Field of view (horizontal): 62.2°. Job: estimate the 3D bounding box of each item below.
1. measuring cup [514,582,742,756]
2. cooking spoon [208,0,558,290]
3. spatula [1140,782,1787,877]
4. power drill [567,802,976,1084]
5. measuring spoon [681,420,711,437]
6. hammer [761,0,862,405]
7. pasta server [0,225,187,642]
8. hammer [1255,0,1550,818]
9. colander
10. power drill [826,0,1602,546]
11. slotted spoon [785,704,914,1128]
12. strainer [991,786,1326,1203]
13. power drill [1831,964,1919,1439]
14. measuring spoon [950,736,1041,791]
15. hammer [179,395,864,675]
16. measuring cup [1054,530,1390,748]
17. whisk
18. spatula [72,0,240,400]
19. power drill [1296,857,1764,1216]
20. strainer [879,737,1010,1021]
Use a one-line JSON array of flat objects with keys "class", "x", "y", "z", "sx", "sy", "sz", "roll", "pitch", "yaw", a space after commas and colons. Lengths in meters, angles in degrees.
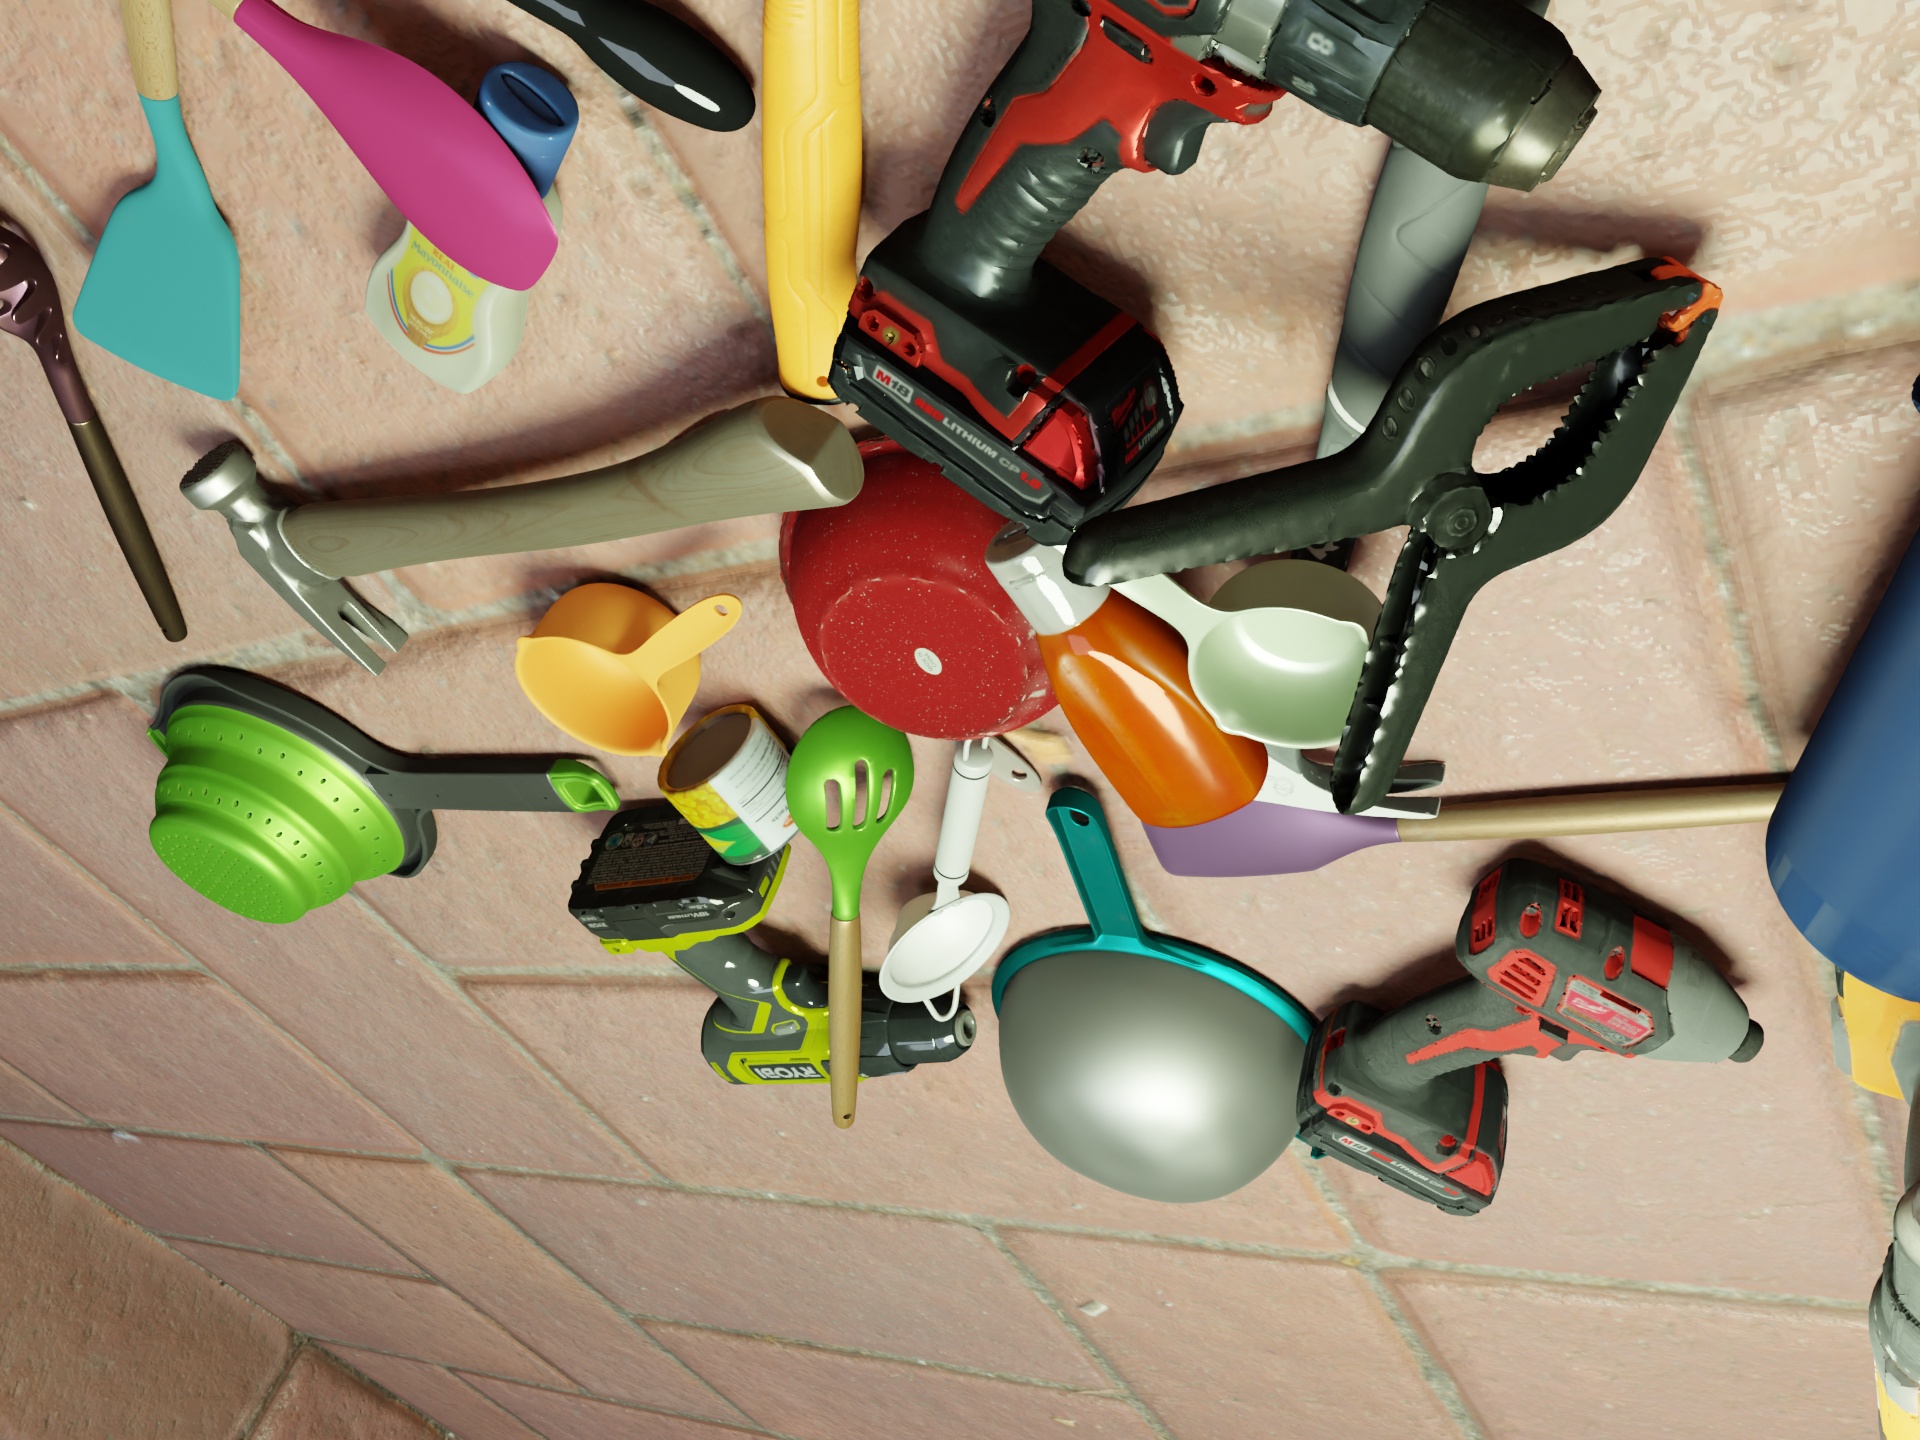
[{"class": "measuring cup", "x": -0.150, "y": -0.042, "z": 0.789, "sx": 0.095, "sy": 0.052, "sz": 0.173, "roll": 42, "pitch": 138, "yaw": -22}, {"class": "cooking spoon", "x": -0.274, "y": -0.271, "z": 0.561, "sx": 0.318, "sy": 0.017, "sz": 0.068, "roll": 41, "pitch": 139, "yaw": -14}, {"class": "spatula", "x": 0.223, "y": 0.044, "z": 0.717, "sx": 0.316, "sy": 0.018, "sz": 0.059, "roll": -6, "pitch": 123, "yaw": 34}, {"class": "power drill", "x": -0.113, "y": 0.149, "z": 0.980, "sx": 0.190, "sy": 0.080, "sz": 0.228, "roll": -8, "pitch": 134, "yaw": 29}, {"class": "measuring spoon", "x": -0.132, "y": -0.112, "z": 0.726, "sx": 0.117, "sy": 0.011, "sz": 0.021, "roll": -20, "pitch": 125, "yaw": 42}, {"class": "hammer", "x": -0.055, "y": -0.231, "z": 0.499, "sx": 0.127, "sy": 0.034, "sz": 0.336, "roll": -3, "pitch": 145, "yaw": -6}, {"class": "pasta server", "x": -0.472, "y": -0.141, "z": 0.856, "sx": 0.060, "sy": 0.040, "sz": 0.316, "roll": 30, "pitch": 145, "yaw": 13}, {"class": "hammer", "x": 0.146, "y": -0.096, "z": 0.577, "sx": 0.149, "sy": 0.036, "sz": 0.408, "roll": 15, "pitch": 142, "yaw": 10}, {"class": "colander", "x": -0.391, "y": 0.067, "z": 1.014, "sx": 0.397, "sy": 0.095, "sz": 0.204, "roll": -1, "pitch": 136, "yaw": 29}, {"class": "power drill", "x": 0.062, "y": -0.159, "z": 0.489, "sx": 0.188, "sy": 0.080, "sz": 0.226, "roll": 36, "pitch": 141, "yaw": 8}, {"class": "slotted spoon", "x": -0.062, "y": 0.125, "z": 0.888, "sx": 0.070, "sy": 0.031, "sz": 0.313, "roll": -11, "pitch": 130, "yaw": -19}, {"class": "strainer", "x": 0.089, "y": 0.177, "z": 0.886, "sx": 0.211, "sy": 0.095, "sz": 0.340, "roll": 4, "pitch": 140, "yaw": 25}, {"class": "power drill", "x": 0.374, "y": 0.157, "z": 0.598, "sx": 0.084, "sy": 0.226, "sz": 0.185, "roll": -3, "pitch": 135, "yaw": 31}, {"class": "measuring spoon", "x": -0.001, "y": -0.003, "z": 0.790, "sx": 0.034, "sy": 0.018, "sz": 0.124, "roll": -26, "pitch": 128, "yaw": 36}, {"class": "hammer", "x": -0.206, "y": -0.088, "z": 0.748, "sx": 0.411, "sy": 0.038, "sz": 0.146, "roll": -1, "pitch": 138, "yaw": 37}, {"class": "measuring cup", "x": 0.091, "y": -0.051, "z": 0.600, "sx": 0.167, "sy": 0.038, "sz": 0.083, "roll": 33, "pitch": 140, "yaw": -10}, {"class": "whisk", "x": -0.193, "y": -0.276, "z": 0.518, "sx": 0.284, "sy": 0.070, "sz": 0.070, "roll": 27, "pitch": 144, "yaw": -20}, {"class": "spatula", "x": -0.323, "y": -0.263, "z": 0.622, "sx": 0.082, "sy": 0.044, "sz": 0.317, "roll": 25, "pitch": 142, "yaw": -1}, {"class": "power drill", "x": 0.274, "y": 0.161, "z": 0.787, "sx": 0.143, "sy": 0.079, "sz": 0.219, "roll": 26, "pitch": 140, "yaw": -4}, {"class": "strainer", "x": -0.005, "y": 0.081, "z": 0.855, "sx": 0.050, "sy": 0.087, "sz": 0.258, "roll": 54, "pitch": 153, "yaw": 29}]
